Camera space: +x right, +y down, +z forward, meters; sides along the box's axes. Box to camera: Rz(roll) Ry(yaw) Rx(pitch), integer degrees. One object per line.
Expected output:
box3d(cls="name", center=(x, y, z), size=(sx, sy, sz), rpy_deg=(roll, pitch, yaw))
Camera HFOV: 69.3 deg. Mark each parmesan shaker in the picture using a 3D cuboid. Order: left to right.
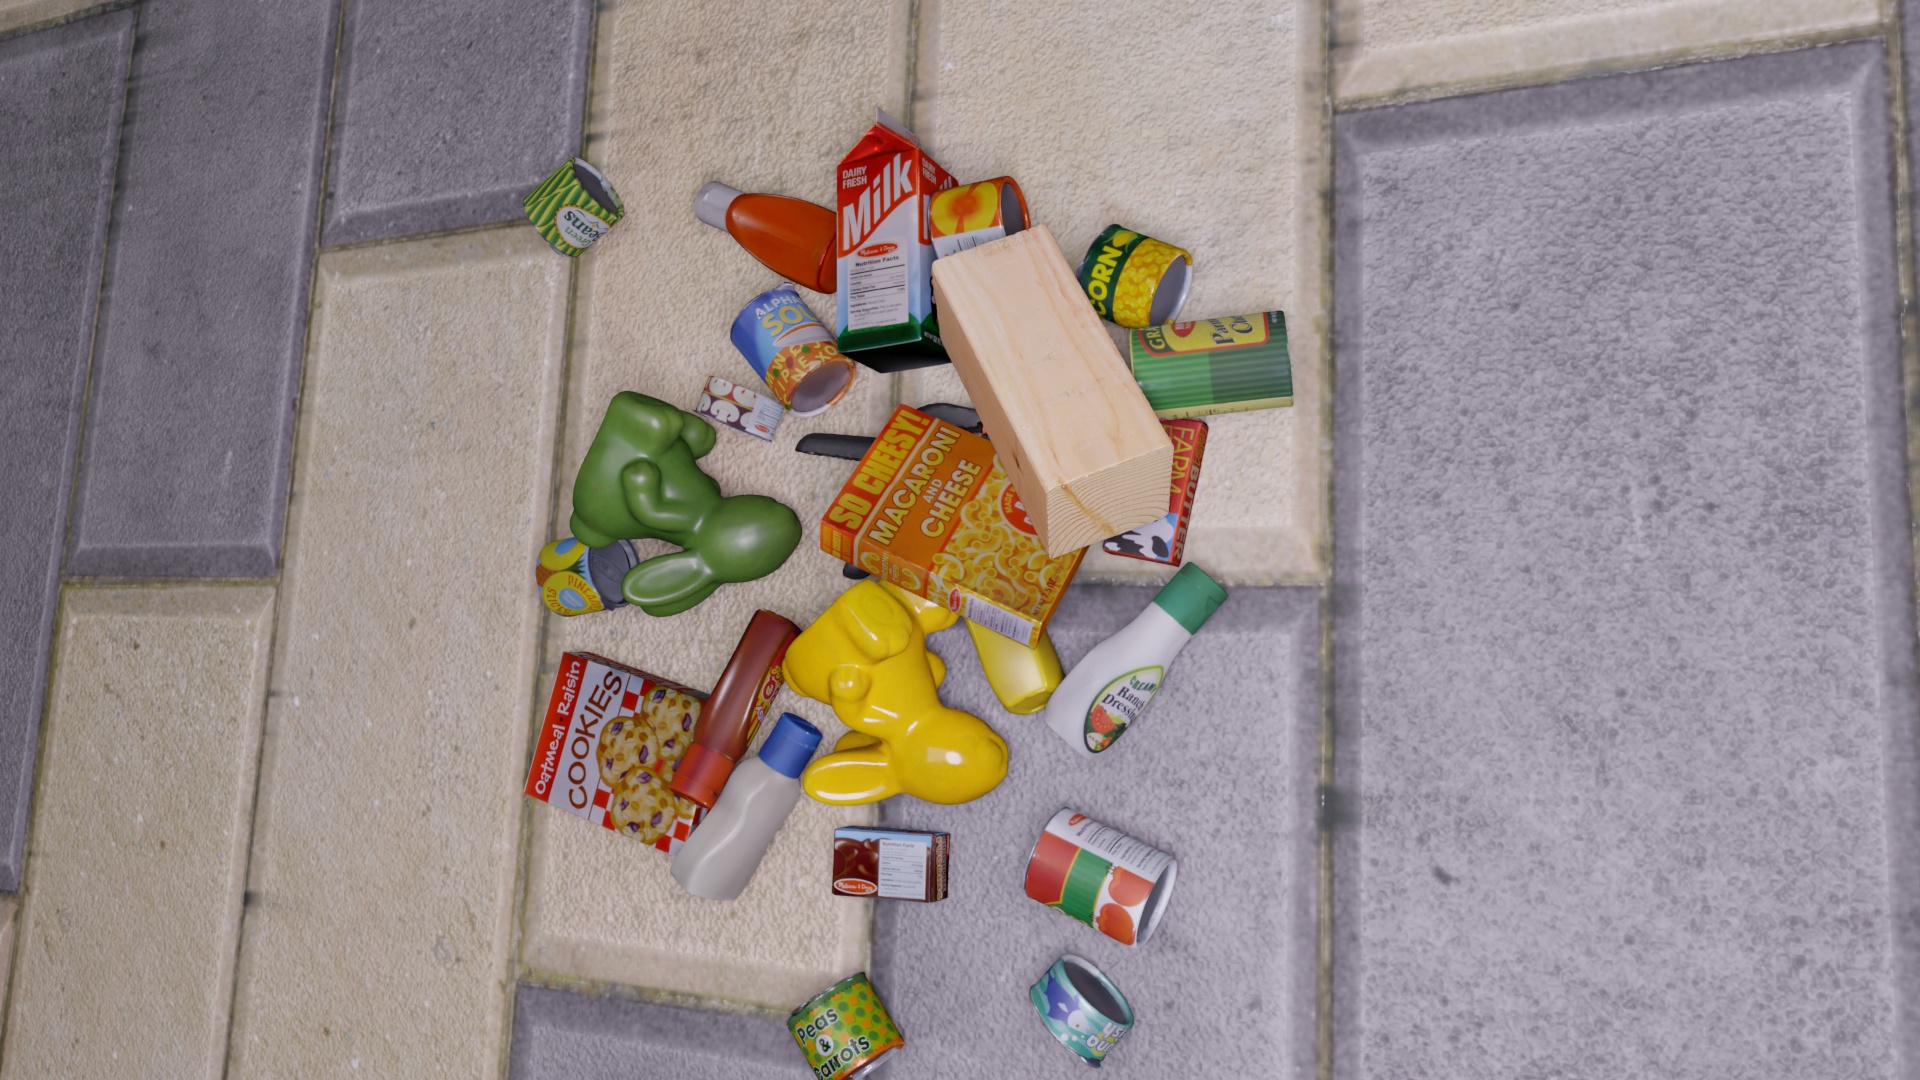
box3d(cls="parmesan shaker", center=(0.171, -0.118, 0.944), size=(0.103, 0.071, 0.071), rpy_deg=(-6, 79, 12))

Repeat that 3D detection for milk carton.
box3d(cls="milk carton", center=(-0.047, -0.232, 1.067), size=(0.073, 0.072, 0.190), rpy_deg=(-5, 81, 25))

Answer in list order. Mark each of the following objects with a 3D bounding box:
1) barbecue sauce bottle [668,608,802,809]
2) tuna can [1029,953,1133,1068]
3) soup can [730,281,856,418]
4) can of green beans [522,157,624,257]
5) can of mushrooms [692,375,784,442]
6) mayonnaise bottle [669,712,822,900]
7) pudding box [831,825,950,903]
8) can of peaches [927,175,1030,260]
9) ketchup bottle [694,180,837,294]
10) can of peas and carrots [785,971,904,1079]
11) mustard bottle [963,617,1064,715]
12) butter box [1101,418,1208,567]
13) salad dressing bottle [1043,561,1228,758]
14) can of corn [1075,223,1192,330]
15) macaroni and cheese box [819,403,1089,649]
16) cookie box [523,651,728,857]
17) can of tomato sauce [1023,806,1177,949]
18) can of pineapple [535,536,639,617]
box3d(cls="barbecue sauce bottle", center=(-0.168, 0.127, 1.045), size=(0.044, 0.064, 0.149), rpy_deg=(23, 69, 10))
box3d(cls="tuna can", center=(0.082, 0.311, 0.922), size=(0.071, 0.071, 0.032), rpy_deg=(44, 101, 24))
box3d(cls="soup can", center=(-0.130, -0.150, 1.094), size=(0.071, 0.071, 0.084), rpy_deg=(-45, 67, 13))
box3d(cls="can of green beans", center=(-0.338, -0.291, 1.215), size=(0.057, 0.071, 0.071), rpy_deg=(-35, 69, 16))
box3d(cls="can of mushrooms", center=(-0.178, -0.106, 1.110), size=(0.071, 0.071, 0.033), rpy_deg=(22, 92, 26))
box3d(cls="mayonnaise bottle", center=(-0.158, 0.202, 1.057), size=(0.041, 0.064, 0.148), rpy_deg=(33, 92, 38))
box3d(cls="pudding box", center=(-0.051, 0.236, 1.017), size=(0.083, 0.030, 0.049), rpy_deg=(-2, 82, 25))
box3d(cls="can of peaches", center=(0.016, -0.238, 1.042), size=(0.058, 0.071, 0.071), rpy_deg=(-6, 80, 24))
box3d(cls="ketchup bottle", center=(-0.153, -0.255, 1.135), size=(0.149, 0.043, 0.064), rpy_deg=(28, 93, 26))
box3d(cls="can of peas and carrots", center=(-0.083, 0.352, 0.991), size=(0.071, 0.071, 0.059), rpy_deg=(-42, 68, 14))
box3d(cls="mustard bottle", center=(0.026, 0.045, 0.996), size=(0.049, 0.065, 0.161), rpy_deg=(-28, 65, 12))
box3d(cls="butter box", center=(0.138, -0.037, 0.976), size=(0.053, 0.024, 0.103), rpy_deg=(12, 87, 27))
box3d(cls="salad dressing bottle", center=(0.121, 0.080, 0.948), size=(0.147, 0.064, 0.044), rpy_deg=(-49, 44, 2))
box3d(cls="can of corn", center=(0.122, -0.182, 0.981), size=(0.058, 0.071, 0.071), rpy_deg=(27, 94, 25))
box3d(cls="macaroni and cheese box", center=(0.003, -0.012, 0.970), size=(0.166, 0.040, 0.124), rpy_deg=(24, 56, 11))
box3d(cls="cookie box", center=(-0.264, 0.170, 1.122), size=(0.167, 0.040, 0.123), rpy_deg=(15, 88, 25))
box3d(cls="can of tomato sauce", center=(0.094, 0.228, 0.932), size=(0.083, 0.071, 0.071), rpy_deg=(21, 91, 26))
box3d(cls="can of pineapple", center=(-0.308, 0.028, 1.149), size=(0.058, 0.071, 0.071), rpy_deg=(-12, 77, 24))
